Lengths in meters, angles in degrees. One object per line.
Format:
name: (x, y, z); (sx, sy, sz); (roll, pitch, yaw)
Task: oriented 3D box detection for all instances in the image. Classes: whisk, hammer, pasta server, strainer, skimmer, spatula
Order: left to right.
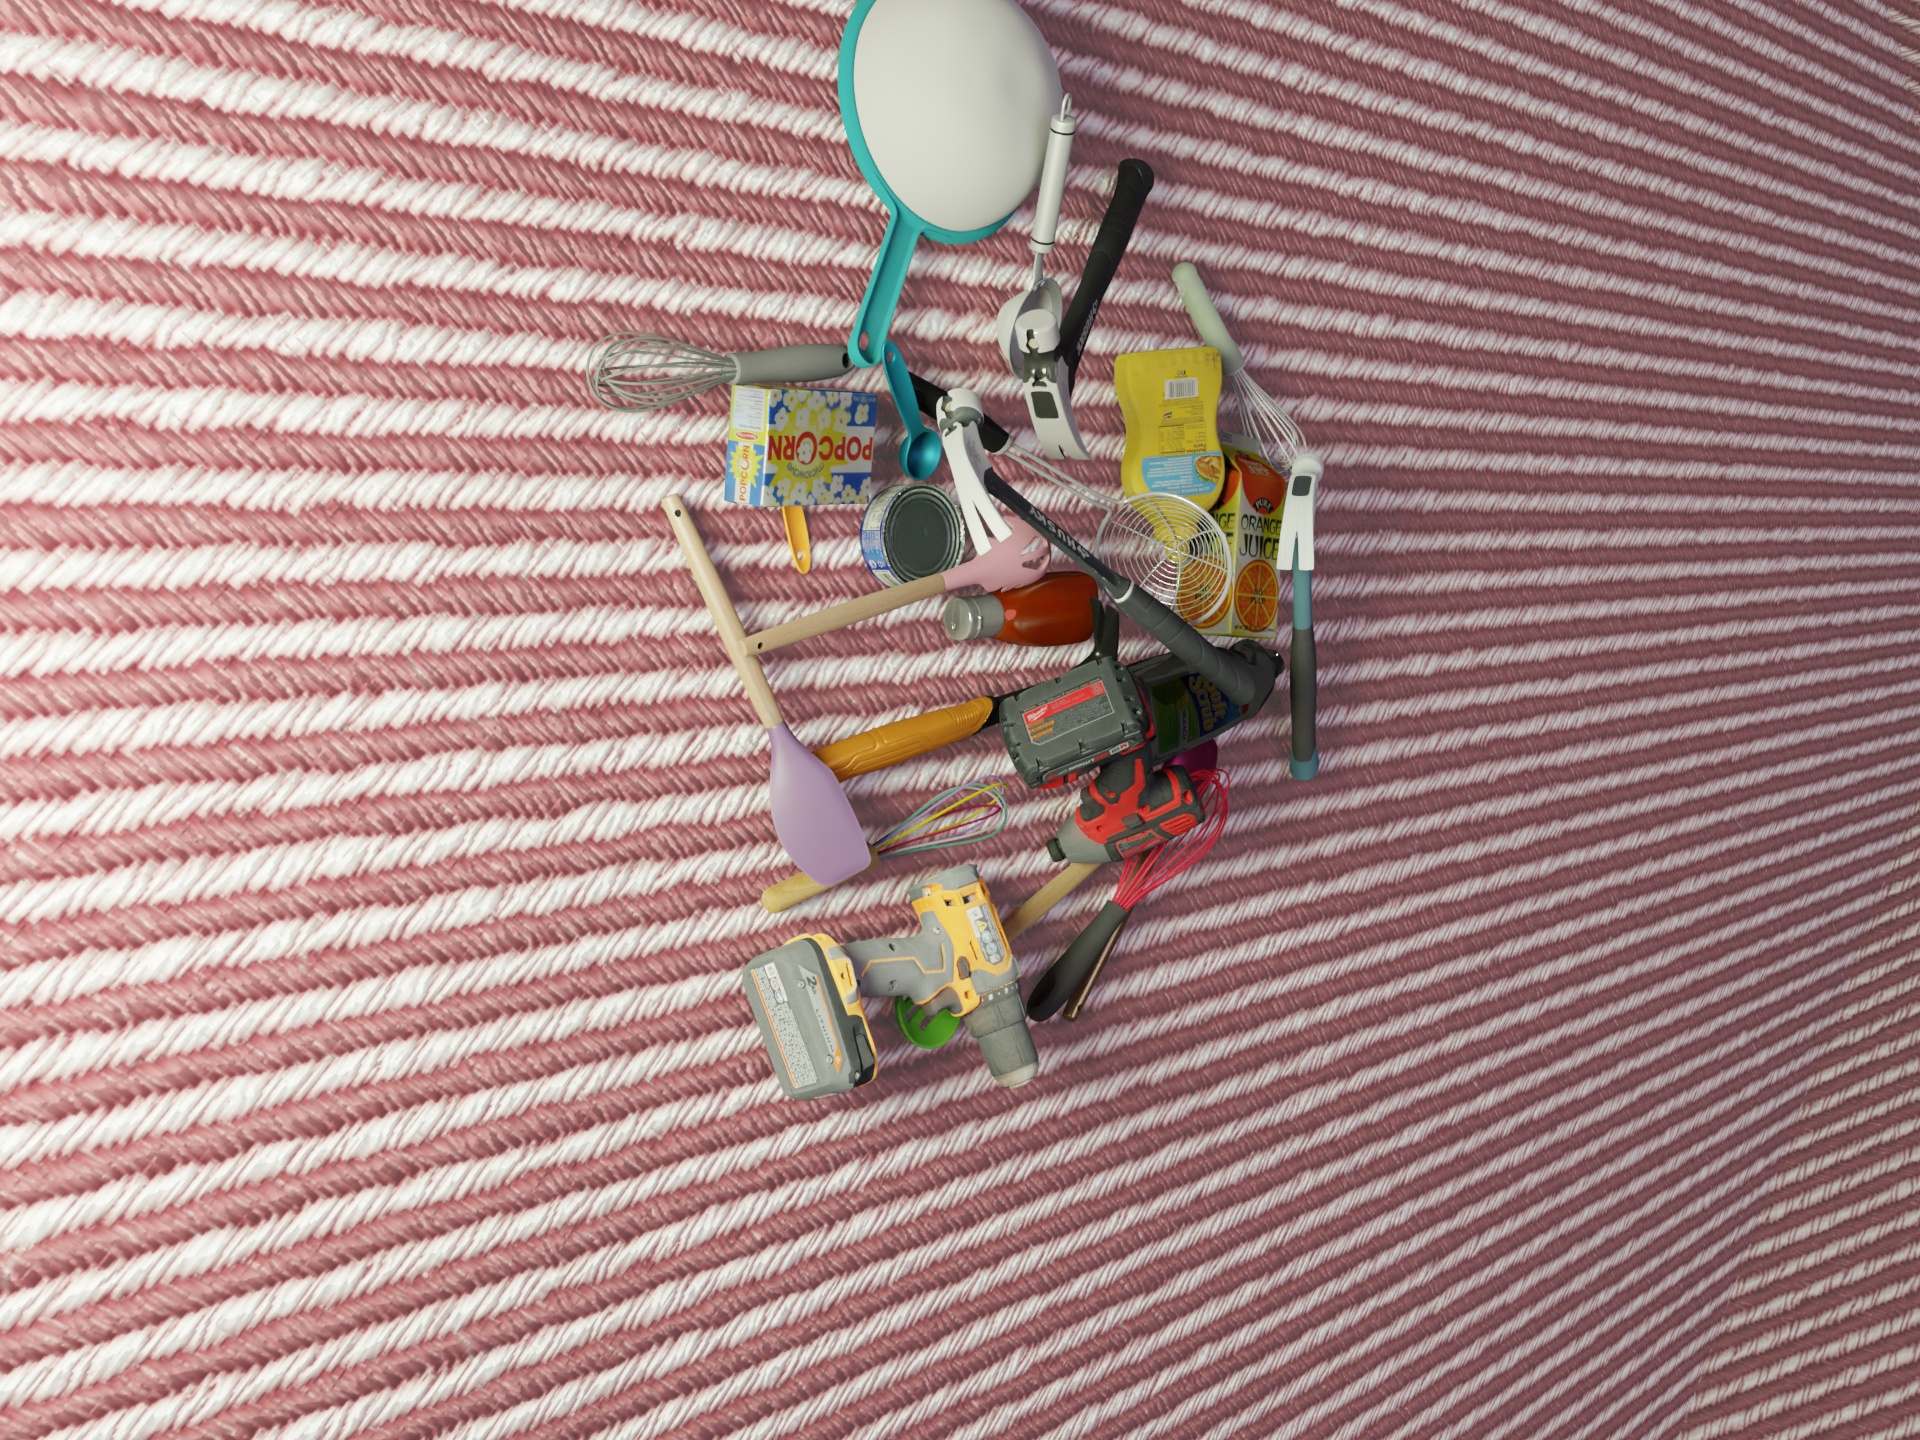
whisk: (-0.166, -0.257, 1.148); (0.239, 0.055, 0.055); (-17, 105, -44)
spatula: (-0.150, -0.019, 1.174); (0.060, 0.018, 0.315); (-25, 104, -9)
whisk: (-0.055, 0.103, 1.287); (0.245, 0.047, 0.051); (-23, 97, -33)
pasta server: (-0.042, -0.100, 1.240); (0.316, 0.040, 0.060); (-22, 109, -34)
strainer: (-0.005, -0.428, 1.226); (0.210, 0.095, 0.340); (29, 71, -40)
hammer: (-0.002, -0.004, 1.301); (0.337, 0.034, 0.127); (-20, 129, -34)
strainer: (0.064, -0.380, 1.286); (0.087, 0.050, 0.258); (-43, 154, -42)
skimmer: (0.083, -0.187, 1.342); (0.363, 0.127, 0.090); (24, 44, -35)
hammer: (0.113, -0.361, 1.324); (0.146, 0.035, 0.335); (73, 29, -46)
hammer: (0.127, -0.113, 1.316); (0.408, 0.036, 0.149); (33, 35, -39)
whisk: (0.155, 0.157, 1.456); (0.296, 0.073, 0.073); (-50, 125, -15)
whisk: (0.266, -0.331, 1.524); (0.059, 0.058, 0.246); (-37, 116, -4)
hammer: (0.337, -0.086, 1.565); (0.128, 0.033, 0.330); (-64, 151, -52)

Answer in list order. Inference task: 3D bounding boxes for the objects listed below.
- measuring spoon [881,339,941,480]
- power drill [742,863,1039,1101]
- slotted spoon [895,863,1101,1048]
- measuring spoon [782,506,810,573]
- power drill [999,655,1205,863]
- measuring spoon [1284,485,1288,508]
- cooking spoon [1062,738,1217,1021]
measuring spoon: (-0.047, -0.245, 1.250); (0.042, 0.021, 0.128); (-46, 139, -25)
power drill: (-0.041, 0.228, 1.254); (0.226, 0.084, 0.185); (-16, 82, -41)
slotted spoon: (0.049, 0.181, 1.395); (0.314, 0.031, 0.070); (-36, 102, -36)
measuring spoon: (-0.133, -0.168, 1.209); (0.021, 0.011, 0.116); (-33, 119, -46)
power drill: (0.117, 0.050, 1.352); (0.219, 0.143, 0.079); (56, 13, -52)
measuring spoon: (0.301, -0.187, 1.587); (0.034, 0.018, 0.124); (43, 68, -36)
cooking spoon: (0.172, 0.143, 1.506); (0.068, 0.017, 0.319); (44, 66, -34)
